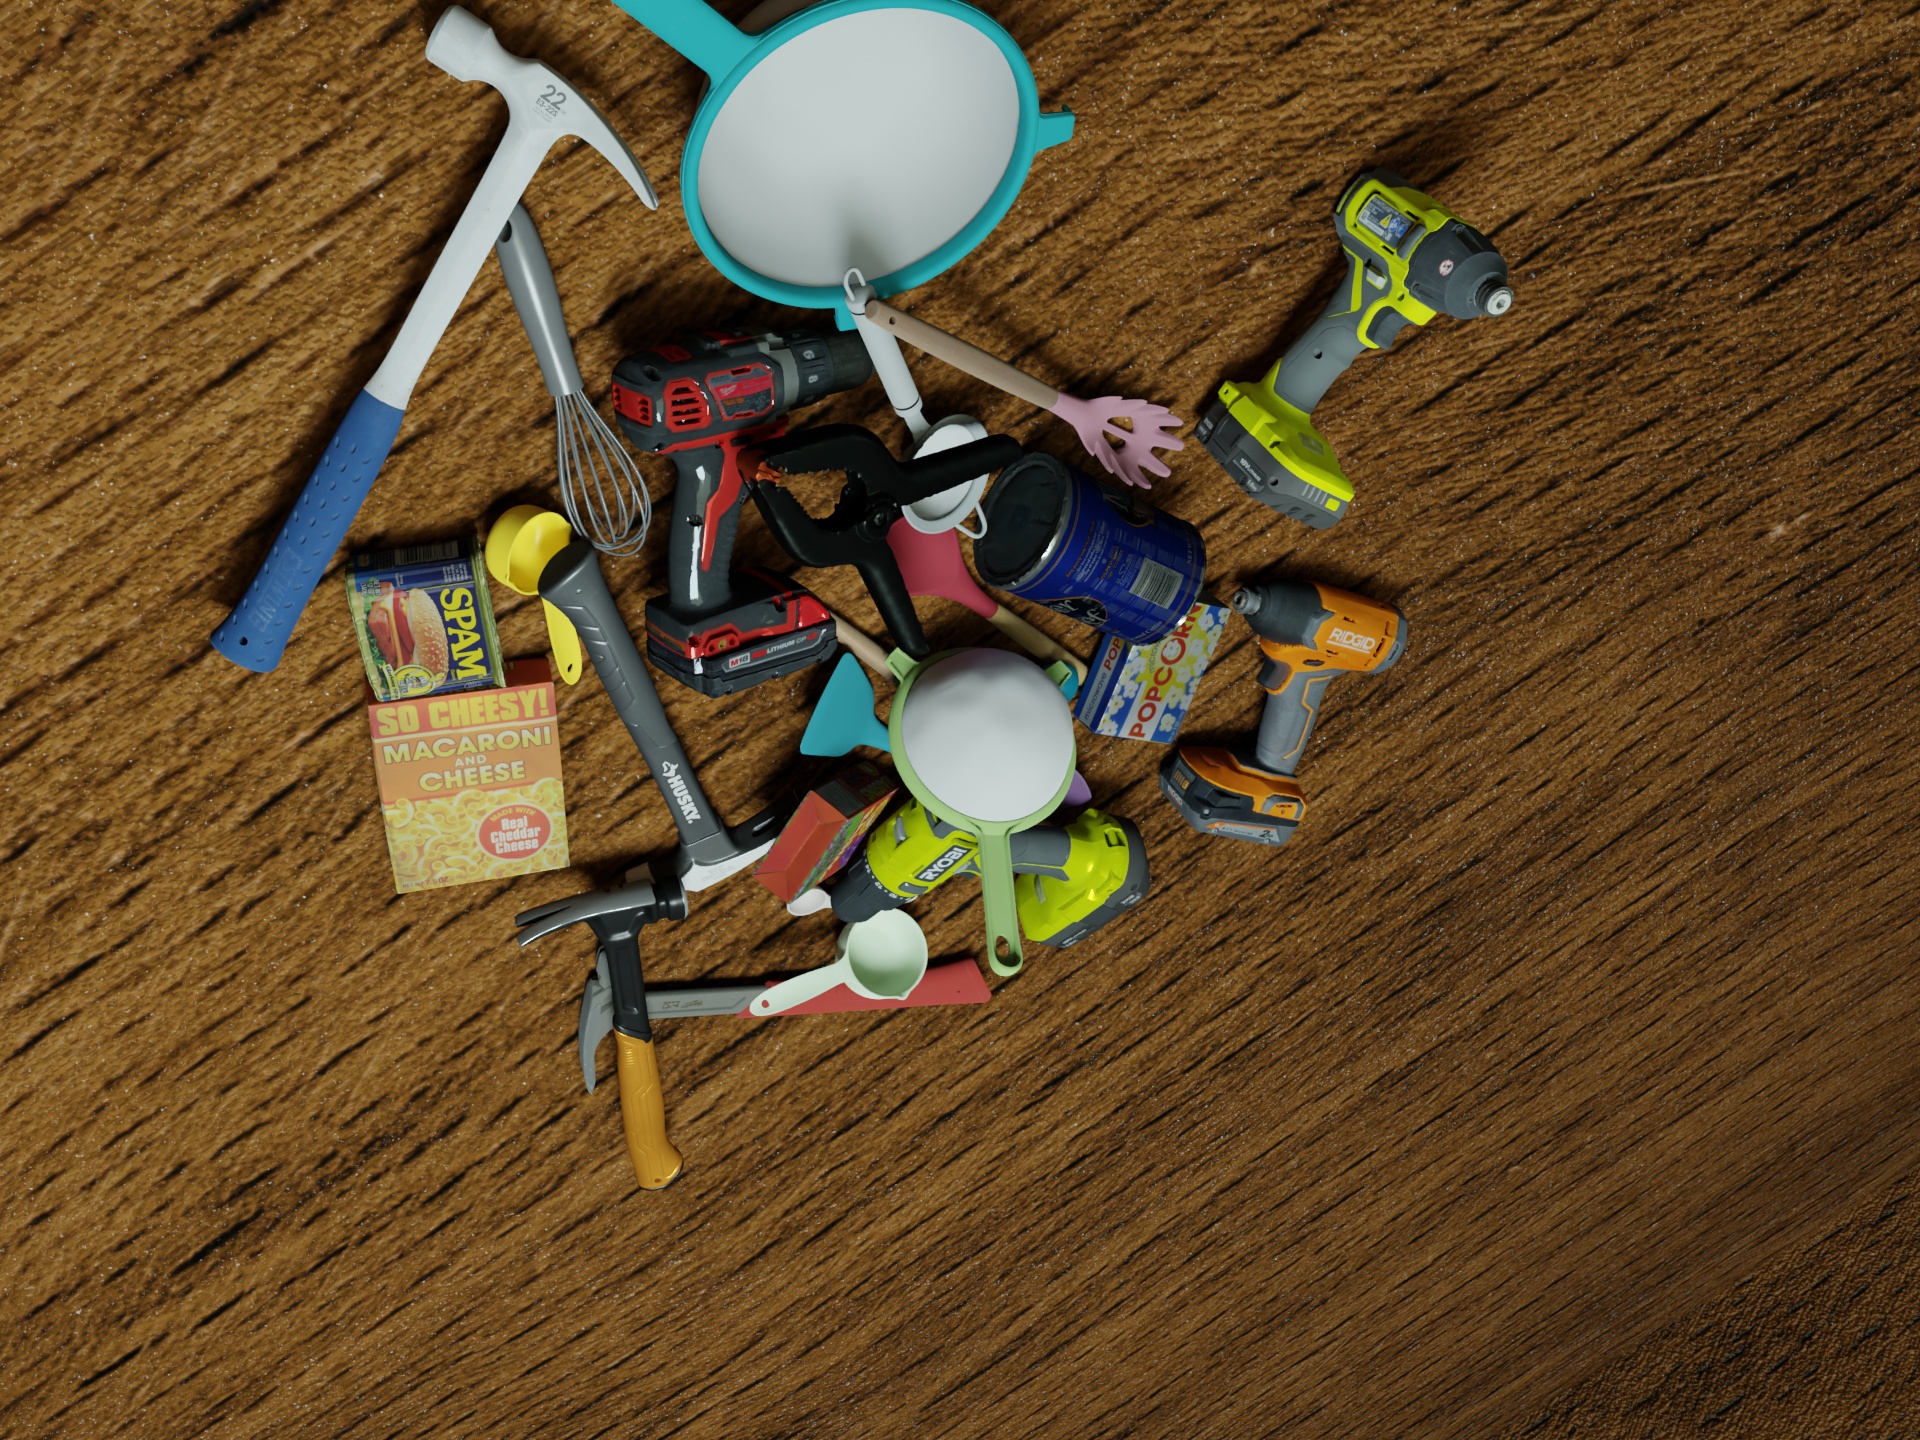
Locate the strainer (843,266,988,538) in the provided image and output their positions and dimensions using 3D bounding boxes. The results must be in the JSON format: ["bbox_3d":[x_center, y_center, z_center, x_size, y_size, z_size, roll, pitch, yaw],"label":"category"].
[{"bbox_3d":[-0.034,-0.207,1.050,0.087,0.050,0.258,-50,150,-13],"label":"strainer"}]

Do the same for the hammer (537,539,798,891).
[{"bbox_3d":[-0.217,0.004,1.141,0.146,0.035,0.334,-23,136,-7],"label":"hammer"}]

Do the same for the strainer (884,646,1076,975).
[{"bbox_3d":[0.031,0.052,1.149,0.151,0.257,0.069,5,155,-21],"label":"strainer"}]

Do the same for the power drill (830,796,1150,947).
[{"bbox_3d":[0.023,0.122,1.301,0.228,0.080,0.190,16,136,-37],"label":"power drill"}]

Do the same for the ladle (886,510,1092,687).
[{"bbox_3d":[0.042,-0.074,1.226,0.315,0.031,0.069,33,103,-40],"label":"ladle"}]

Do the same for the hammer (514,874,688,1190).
[{"bbox_3d":[-0.271,0.267,1.286,0.127,0.034,0.336,-12,128,-16],"label":"hammer"}]

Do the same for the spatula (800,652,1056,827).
[{"bbox_3d":[-0.011,0.043,1.277,0.317,0.044,0.082,31,80,-39],"label":"spatula"}]

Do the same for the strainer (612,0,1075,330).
[{"bbox_3d":[-0.106,-0.362,0.868,0.211,0.095,0.340,-36,147,24],"label":"strainer"}]

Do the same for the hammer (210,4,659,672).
[{"bbox_3d":[-0.328,-0.195,0.933,0.144,0.035,0.405,31,108,-17],"label":"hammer"}]

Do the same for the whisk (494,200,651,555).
[{"bbox_3d":[-0.243,-0.207,0.987,0.055,0.055,0.238,-19,126,-10],"label":"whisk"}]

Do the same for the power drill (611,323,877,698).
[{"bbox_3d":[-0.129,-0.146,1.037,0.188,0.080,0.226,-22,126,-36],"label":"power drill"}]

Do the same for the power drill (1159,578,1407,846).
[{"bbox_3d":[0.257,-0.014,1.335,0.164,0.084,0.226,13,114,-30],"label":"power drill"}]

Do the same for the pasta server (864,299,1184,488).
[{"bbox_3d":[0.050,-0.221,1.063,0.316,0.040,0.060,12,108,-51],"label":"pasta server"}]

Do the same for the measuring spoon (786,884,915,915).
[{"bbox_3d":[-0.091,0.146,1.339,0.124,0.018,0.034,2,135,-33],"label":"measuring spoon"}]

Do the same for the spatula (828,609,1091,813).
[{"bbox_3d":[-0.002,-0.004,1.255,0.060,0.018,0.315,-25,134,34],"label":"spatula"}]

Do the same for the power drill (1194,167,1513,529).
[{"bbox_3d":[0.274,-0.253,1.106,0.080,0.171,0.223,17,119,-33],"label":"power drill"}]

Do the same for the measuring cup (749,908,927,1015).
[{"bbox_3d":[-0.106,0.211,1.323,0.167,0.038,0.083,-19,87,-30],"label":"measuring cup"}]

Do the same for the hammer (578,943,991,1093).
[{"bbox_3d":[-0.144,0.245,1.371,0.359,0.037,0.149,1,124,-24],"label":"hammer"}]

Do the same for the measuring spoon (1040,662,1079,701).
[{"bbox_3d":[0.067,0.006,1.286,0.042,0.021,0.128,-2,135,-18],"label":"measuring spoon"}]

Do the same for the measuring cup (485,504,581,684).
[{"bbox_3d":[-0.283,-0.081,1.073,0.062,0.029,0.156,-51,156,-33],"label":"measuring cup"}]
